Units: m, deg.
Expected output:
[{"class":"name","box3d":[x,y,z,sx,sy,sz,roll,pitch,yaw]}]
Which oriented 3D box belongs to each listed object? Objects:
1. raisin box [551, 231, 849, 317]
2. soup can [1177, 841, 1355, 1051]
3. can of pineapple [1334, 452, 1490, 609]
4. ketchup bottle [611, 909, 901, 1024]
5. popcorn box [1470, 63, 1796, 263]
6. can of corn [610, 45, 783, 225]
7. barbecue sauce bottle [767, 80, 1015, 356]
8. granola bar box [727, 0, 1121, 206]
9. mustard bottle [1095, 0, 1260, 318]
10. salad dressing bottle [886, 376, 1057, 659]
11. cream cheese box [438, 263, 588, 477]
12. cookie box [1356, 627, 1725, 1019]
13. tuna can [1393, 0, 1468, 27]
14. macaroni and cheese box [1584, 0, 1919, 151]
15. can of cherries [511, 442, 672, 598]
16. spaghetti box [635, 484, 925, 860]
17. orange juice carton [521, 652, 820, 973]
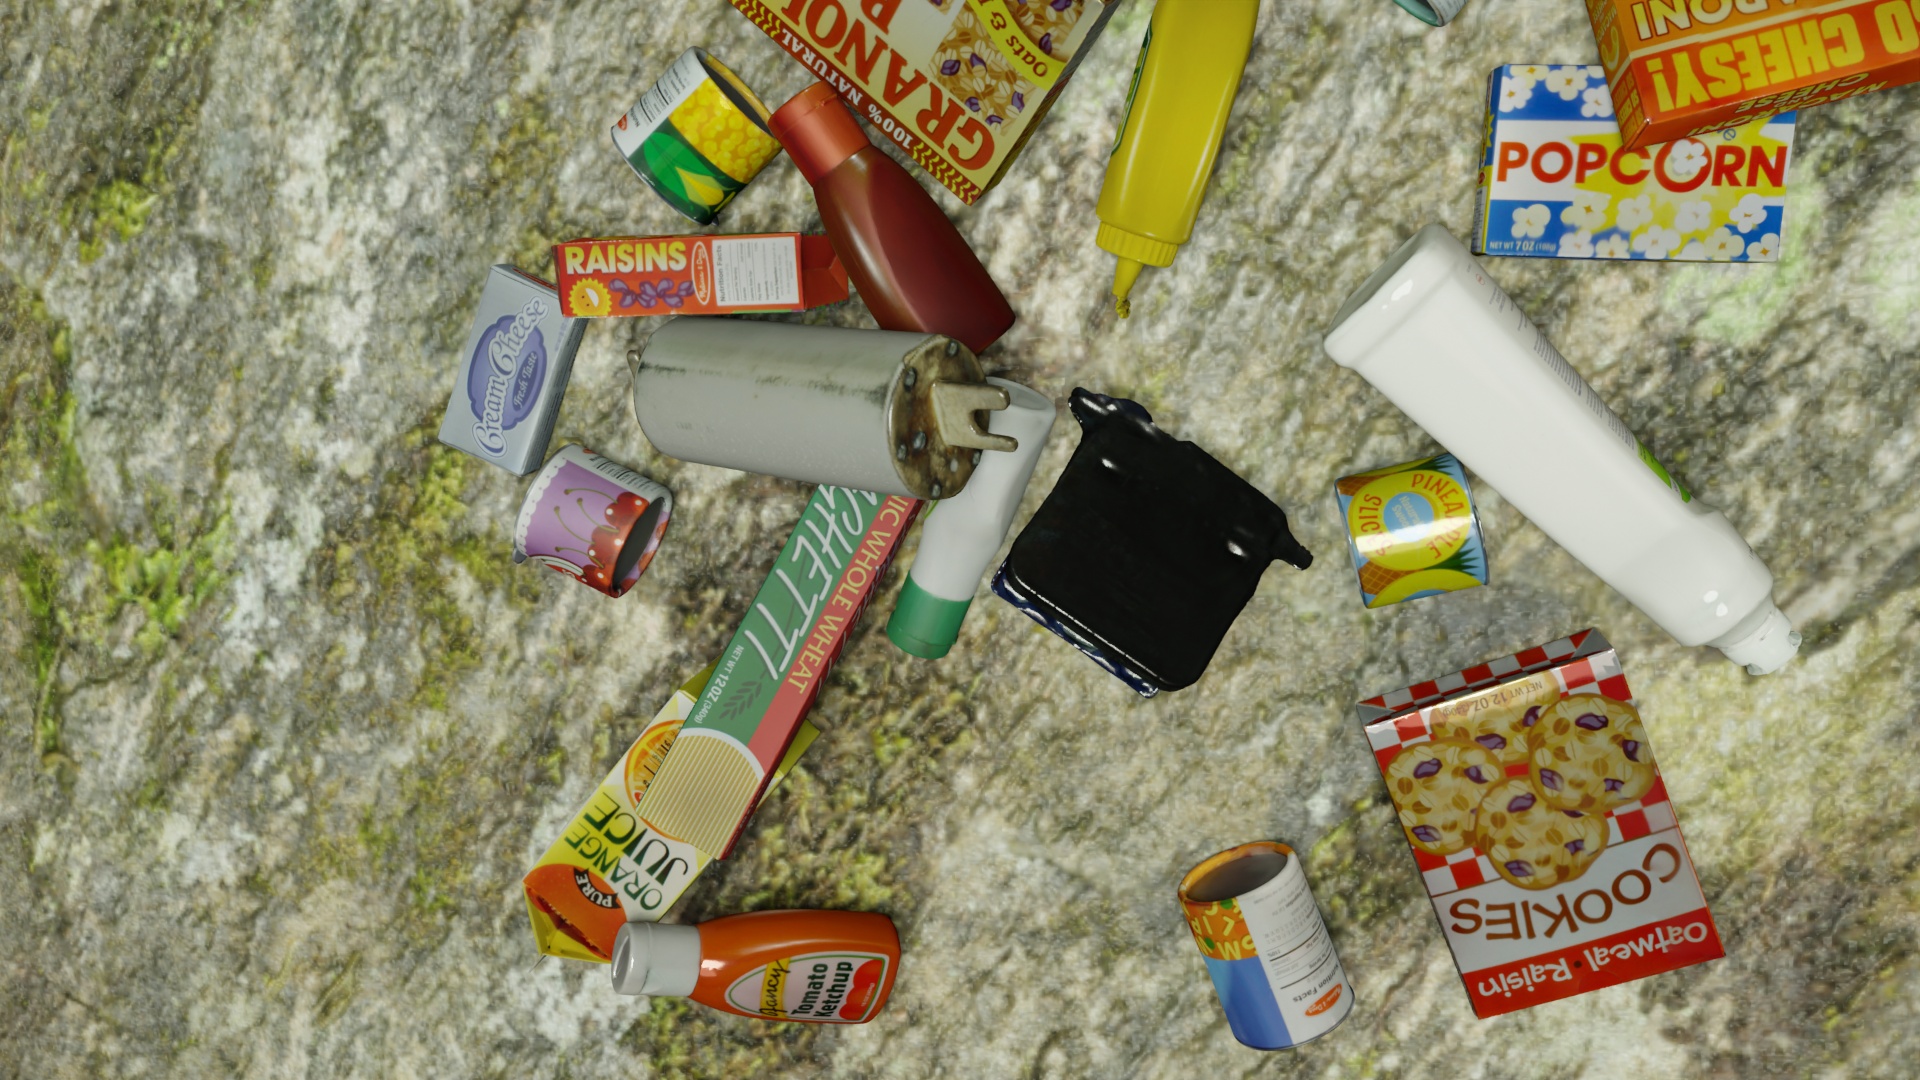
[{"class":"raisin box","box3d":[-0.126,-0.134,0.692,0.123,0.086,0.040,0,103,11]},{"class":"soup can","box3d":[0.156,0.209,0.721,0.071,0.071,0.083,-21,96,14]},{"class":"can of pineapple","box3d":[0.214,-0.005,0.663,0.058,0.071,0.071,-14,99,13]},{"class":"ketchup bottle","box3d":[-0.110,0.227,0.747,0.149,0.044,0.064,11,113,-26]},{"class":"popcorn box","box3d":[0.302,-0.170,0.629,0.127,0.038,0.085,4,100,10]},{"class":"can of corn","box3d":[-0.127,-0.200,0.691,0.058,0.071,0.071,-41,92,15]},{"class":"barbecue sauce bottle","box3d":[-0.036,-0.151,0.676,0.043,0.065,0.148,-25,105,48]},{"class":"granola bar box","box3d":[-0.021,-0.258,0.648,0.165,0.039,0.123,41,132,1]},{"class":"mustard bottle","box3d":[0.095,-0.182,0.654,0.049,0.065,0.159,17,108,3]},{"class":"salad dressing bottle","box3d":[0.003,-0.009,0.709,0.044,0.064,0.147,22,112,0]},{"class":"cream cheese box","box3d":[-0.242,-0.092,0.754,0.053,0.024,0.103,24,105,5]},{"class":"cookie box","box3d":[0.288,0.144,0.694,0.123,0.040,0.167,-21,97,14]},{"class":"tuna can","box3d":[0.200,-0.263,0.617,0.071,0.071,0.032,42,107,0]},{"class":"macaroni and cheese box","box3d":[0.326,-0.260,0.582,0.124,0.040,0.166,-12,82,11]},{"class":"can of cherries","box3d":[-0.196,-0.008,0.741,0.058,0.072,0.071,26,105,3]},{"class":"spaghetti box","box3d":[-0.079,0.038,0.701,0.050,0.028,0.250,28,82,5]},{"class":"orange juice carton","box3d":[-0.170,0.160,0.767,0.073,0.072,0.192,41,105,0]}]
